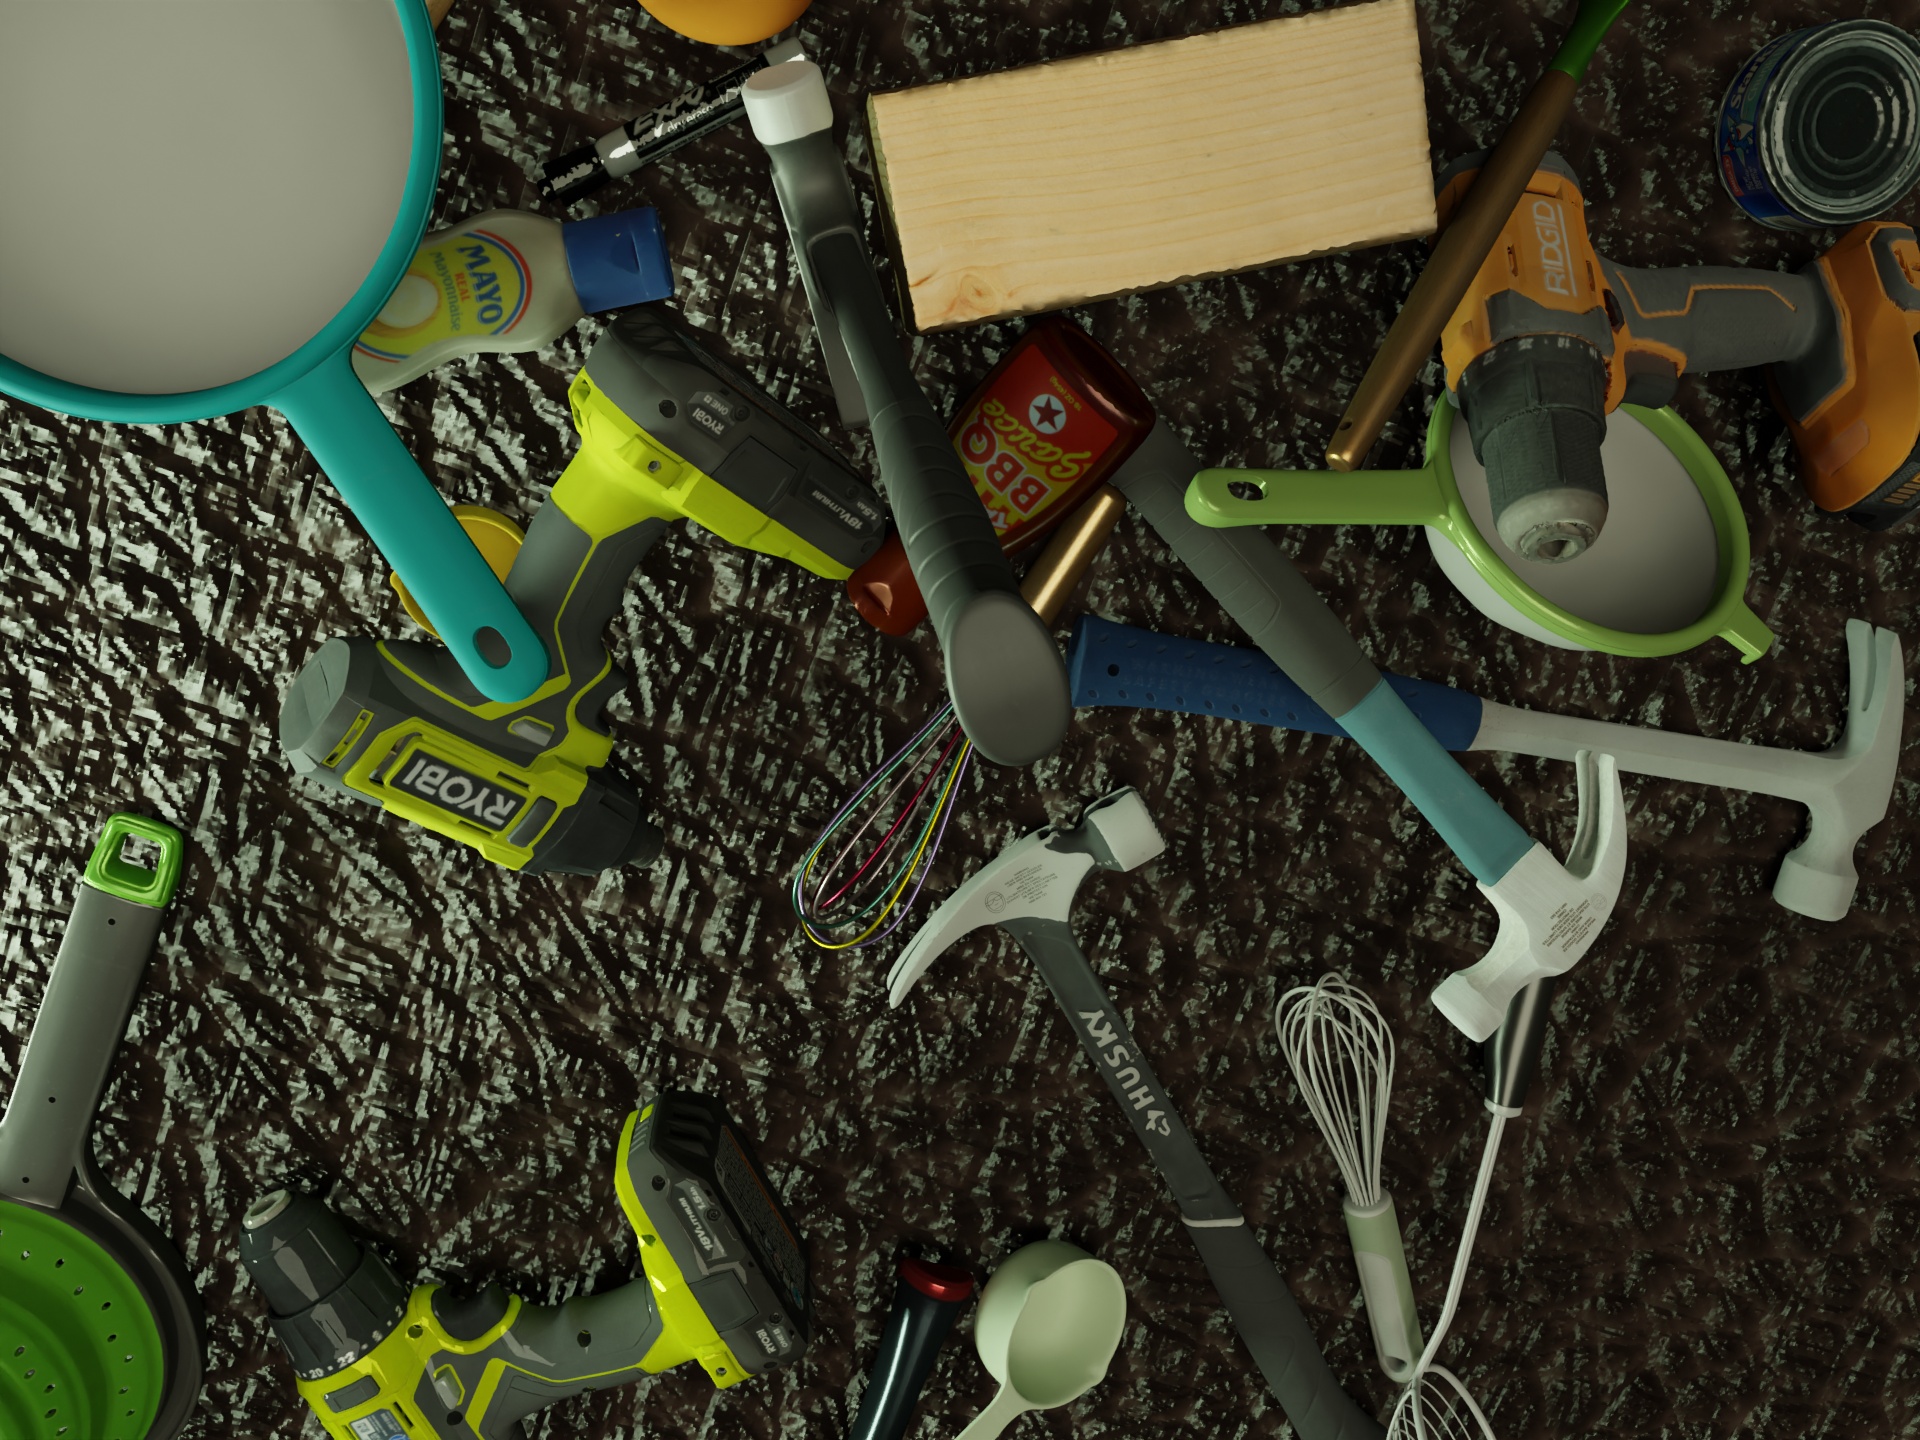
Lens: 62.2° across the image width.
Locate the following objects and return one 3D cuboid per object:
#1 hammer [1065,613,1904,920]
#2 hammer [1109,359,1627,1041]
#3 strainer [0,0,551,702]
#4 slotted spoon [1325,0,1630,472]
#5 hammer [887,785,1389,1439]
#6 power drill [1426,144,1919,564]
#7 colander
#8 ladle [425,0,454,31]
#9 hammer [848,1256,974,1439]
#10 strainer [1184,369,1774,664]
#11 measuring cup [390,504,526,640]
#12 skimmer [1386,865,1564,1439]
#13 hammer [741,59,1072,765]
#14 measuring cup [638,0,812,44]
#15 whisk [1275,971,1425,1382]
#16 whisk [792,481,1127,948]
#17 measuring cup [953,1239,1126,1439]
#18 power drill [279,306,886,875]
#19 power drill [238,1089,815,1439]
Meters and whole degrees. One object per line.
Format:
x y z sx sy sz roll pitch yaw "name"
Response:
0.250 -0.003 0.741 0.405 0.035 0.144 9 104 -9 "hammer"
0.162 -0.019 0.690 0.128 0.033 0.331 -43 96 -1 "hammer"
-0.242 -0.159 0.567 0.211 0.095 0.340 -31 102 4 "strainer"
0.223 -0.230 0.627 0.031 0.070 0.314 36 81 -31 "slotted spoon"
0.112 0.235 0.789 0.149 0.036 0.408 -29 106 3 "hammer"
0.305 -0.136 0.649 0.226 0.084 0.185 7 62 -9 "power drill"
-0.426 0.230 0.695 0.204 0.094 0.397 21 101 -11 "colander"
-0.206 -0.283 0.620 0.069 0.031 0.315 41 100 9 "ladle"
-0.074 0.447 0.779 0.038 0.143 0.386 19 98 -11 "hammer"
0.206 -0.080 0.674 0.256 0.069 0.152 -2 64 -17 "strainer"
-0.213 -0.020 0.695 0.062 0.029 0.156 -1 117 -15 "measuring cup"
0.279 0.254 0.773 0.090 0.127 0.363 14 94 25 "skimmer"
-0.020 -0.100 0.540 0.035 0.335 0.146 -18 131 -1 "hammer"
-0.069 -0.338 0.617 0.095 0.052 0.174 36 73 -11 "measuring cup"
0.201 0.234 0.793 0.058 0.059 0.246 -2 114 34 "whisk"
-0.003 -0.003 0.712 0.051 0.047 0.245 31 95 -25 "whisk"
0.011 0.323 0.768 0.167 0.038 0.083 -43 122 -19 "measuring cup"
-0.142 -0.039 0.655 0.171 0.080 0.223 32 103 -40 "power drill"
-0.202 0.267 0.741 0.228 0.080 0.190 -25 106 3 "power drill"
